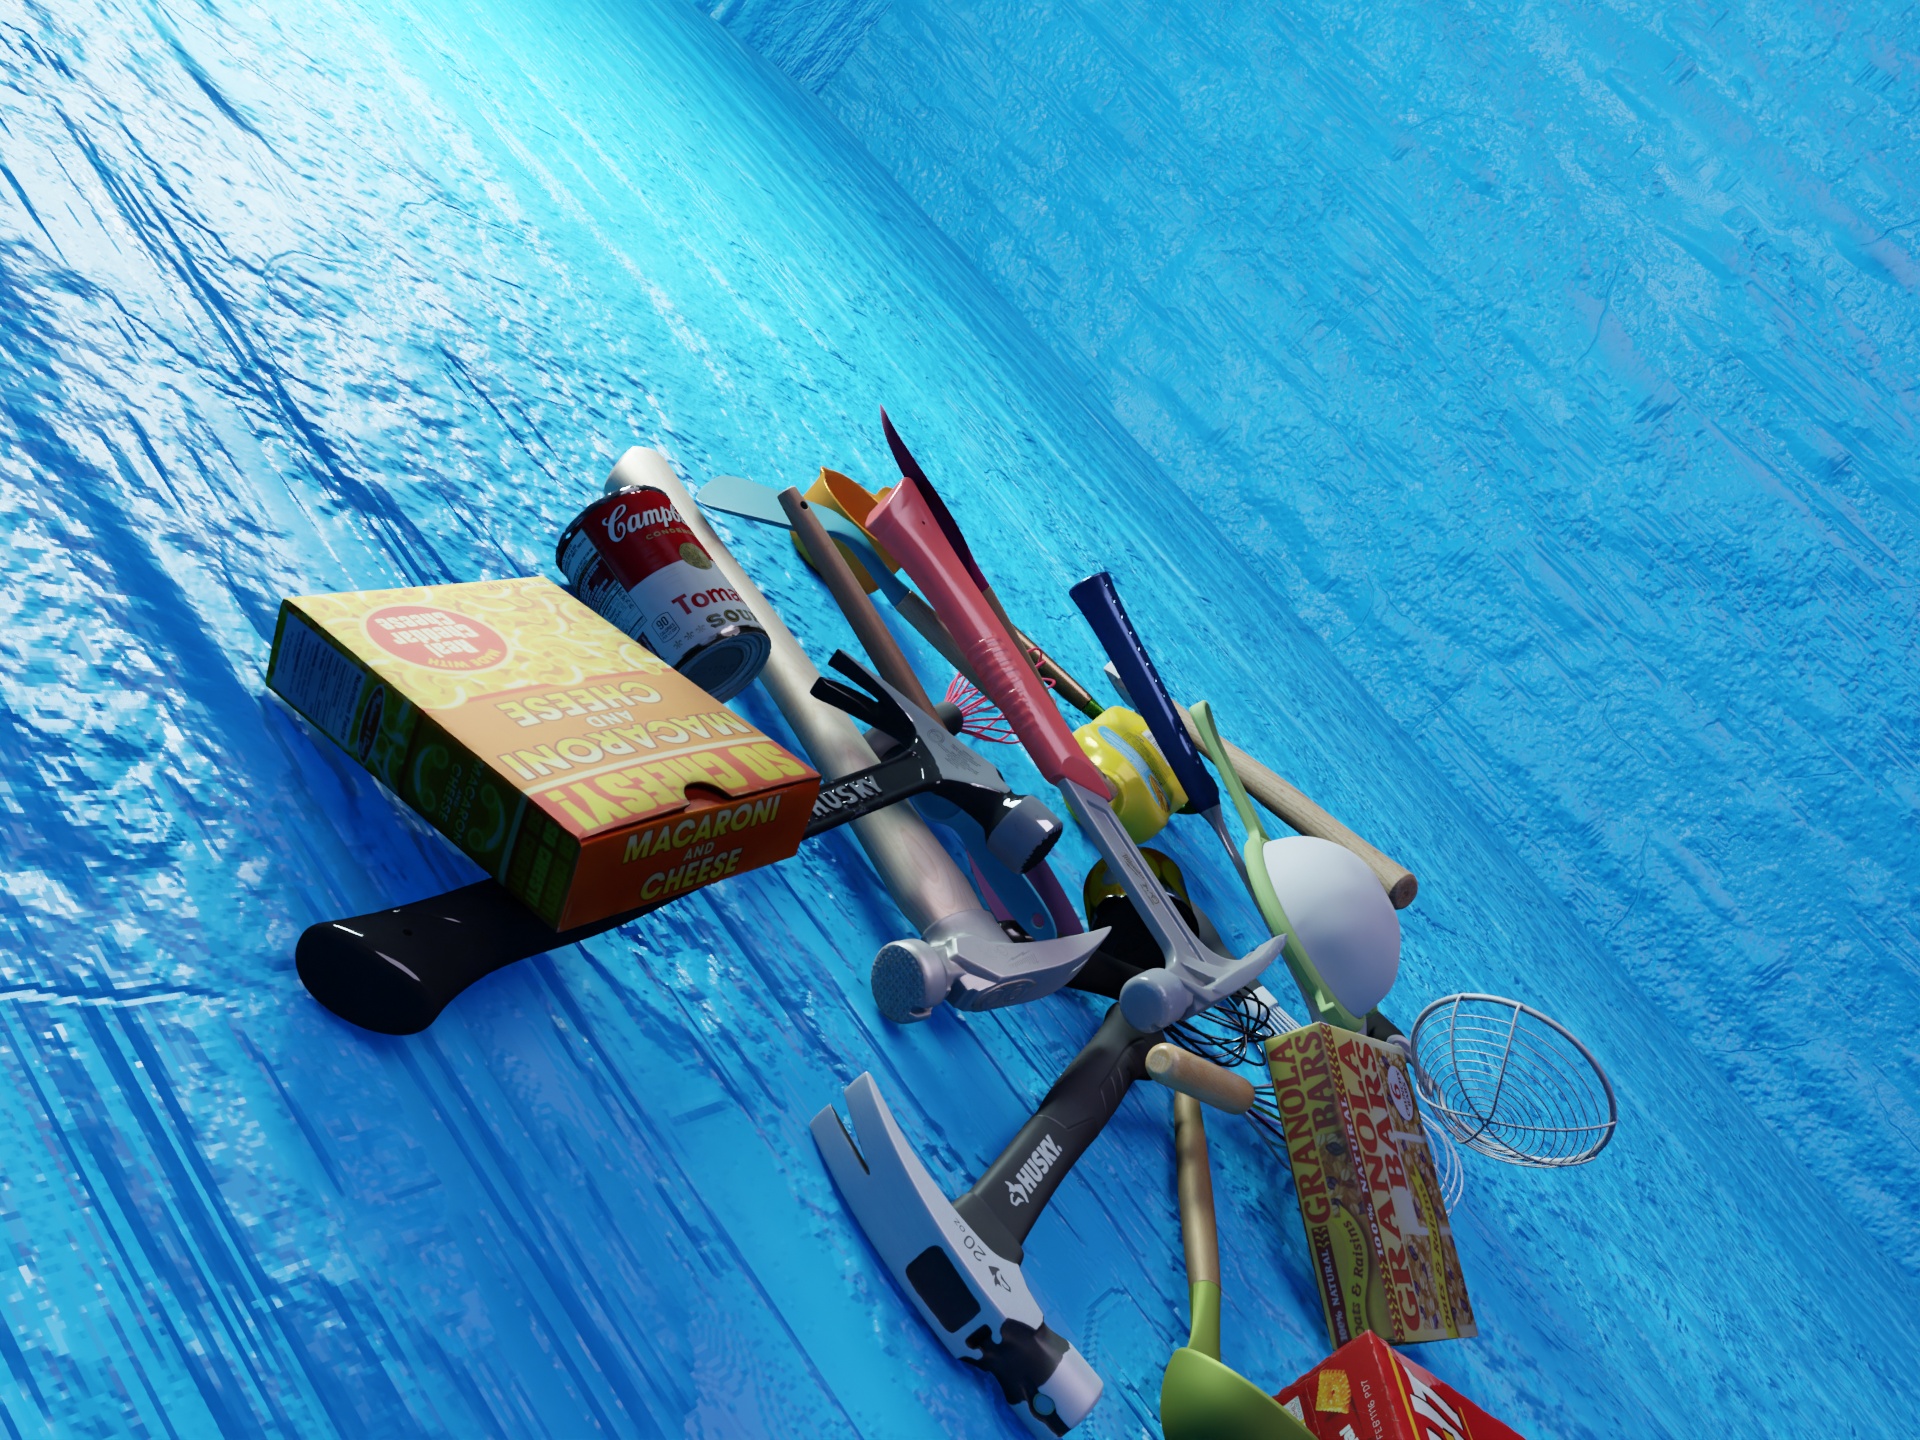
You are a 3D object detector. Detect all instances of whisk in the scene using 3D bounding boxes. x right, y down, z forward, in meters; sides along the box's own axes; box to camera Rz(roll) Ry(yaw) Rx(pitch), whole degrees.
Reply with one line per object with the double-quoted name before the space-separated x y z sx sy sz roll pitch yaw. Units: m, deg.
"whisk" -0.002 -0.003 1.030 0.073 0.073 0.296 48 23 8
"whisk" 0.219 0.213 1.051 0.285 0.070 0.070 48 17 26
"whisk" 0.168 0.217 0.897 0.244 0.051 0.047 34 27 -51
"whisk" 0.104 0.159 0.930 0.238 0.055 0.055 26 26 -36

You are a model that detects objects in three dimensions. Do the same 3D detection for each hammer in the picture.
"hammer" 0.056 0.008 0.934 0.149 0.036 0.359 -13 66 -53
"hammer" 0.223 0.040 1.235 0.332 0.031 0.129 42 -5 43
"hammer" -0.097 0.046 0.658 0.149 0.036 0.409 42 25 16
"hammer" -0.078 -0.011 0.869 0.146 0.038 0.411 -2 45 -46
"hammer" 0.189 0.075 1.168 0.406 0.035 0.144 63 19 9
"hammer" 0.042 0.187 0.740 0.146 0.035 0.335 48 18 8

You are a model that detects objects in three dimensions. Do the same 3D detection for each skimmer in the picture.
"skimmer" 0.338 0.220 1.091 0.127 0.090 0.363 50 3 3

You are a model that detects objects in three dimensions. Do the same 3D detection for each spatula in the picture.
"spatula" -0.024 -0.051 0.981 0.317 0.044 0.082 43 17 -10
"spatula" -0.021 0.003 0.920 0.060 0.018 0.316 -31 90 -46

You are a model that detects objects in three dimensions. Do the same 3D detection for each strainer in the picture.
"strainer" 0.241 0.089 1.113 0.151 0.069 0.256 18 45 -64

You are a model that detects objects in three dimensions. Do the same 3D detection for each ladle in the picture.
"ladle" 0.124 0.249 0.755 0.078 0.062 0.320 47 15 -9

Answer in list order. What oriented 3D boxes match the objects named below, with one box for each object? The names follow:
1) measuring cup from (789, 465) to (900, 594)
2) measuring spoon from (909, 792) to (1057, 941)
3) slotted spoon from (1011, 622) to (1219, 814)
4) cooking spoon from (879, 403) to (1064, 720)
"measuring cup" -0.076 -0.142 1.181 0.095 0.052 0.174 44 16 -5
"measuring spoon" 0.017 0.069 0.878 0.129 0.042 0.021 54 27 16
"slotted spoon" 0.083 -0.029 1.301 0.314 0.070 0.031 42 54 7
"cooking spoon" 0.024 -0.062 1.028 0.318 0.017 0.069 60 2 -18
